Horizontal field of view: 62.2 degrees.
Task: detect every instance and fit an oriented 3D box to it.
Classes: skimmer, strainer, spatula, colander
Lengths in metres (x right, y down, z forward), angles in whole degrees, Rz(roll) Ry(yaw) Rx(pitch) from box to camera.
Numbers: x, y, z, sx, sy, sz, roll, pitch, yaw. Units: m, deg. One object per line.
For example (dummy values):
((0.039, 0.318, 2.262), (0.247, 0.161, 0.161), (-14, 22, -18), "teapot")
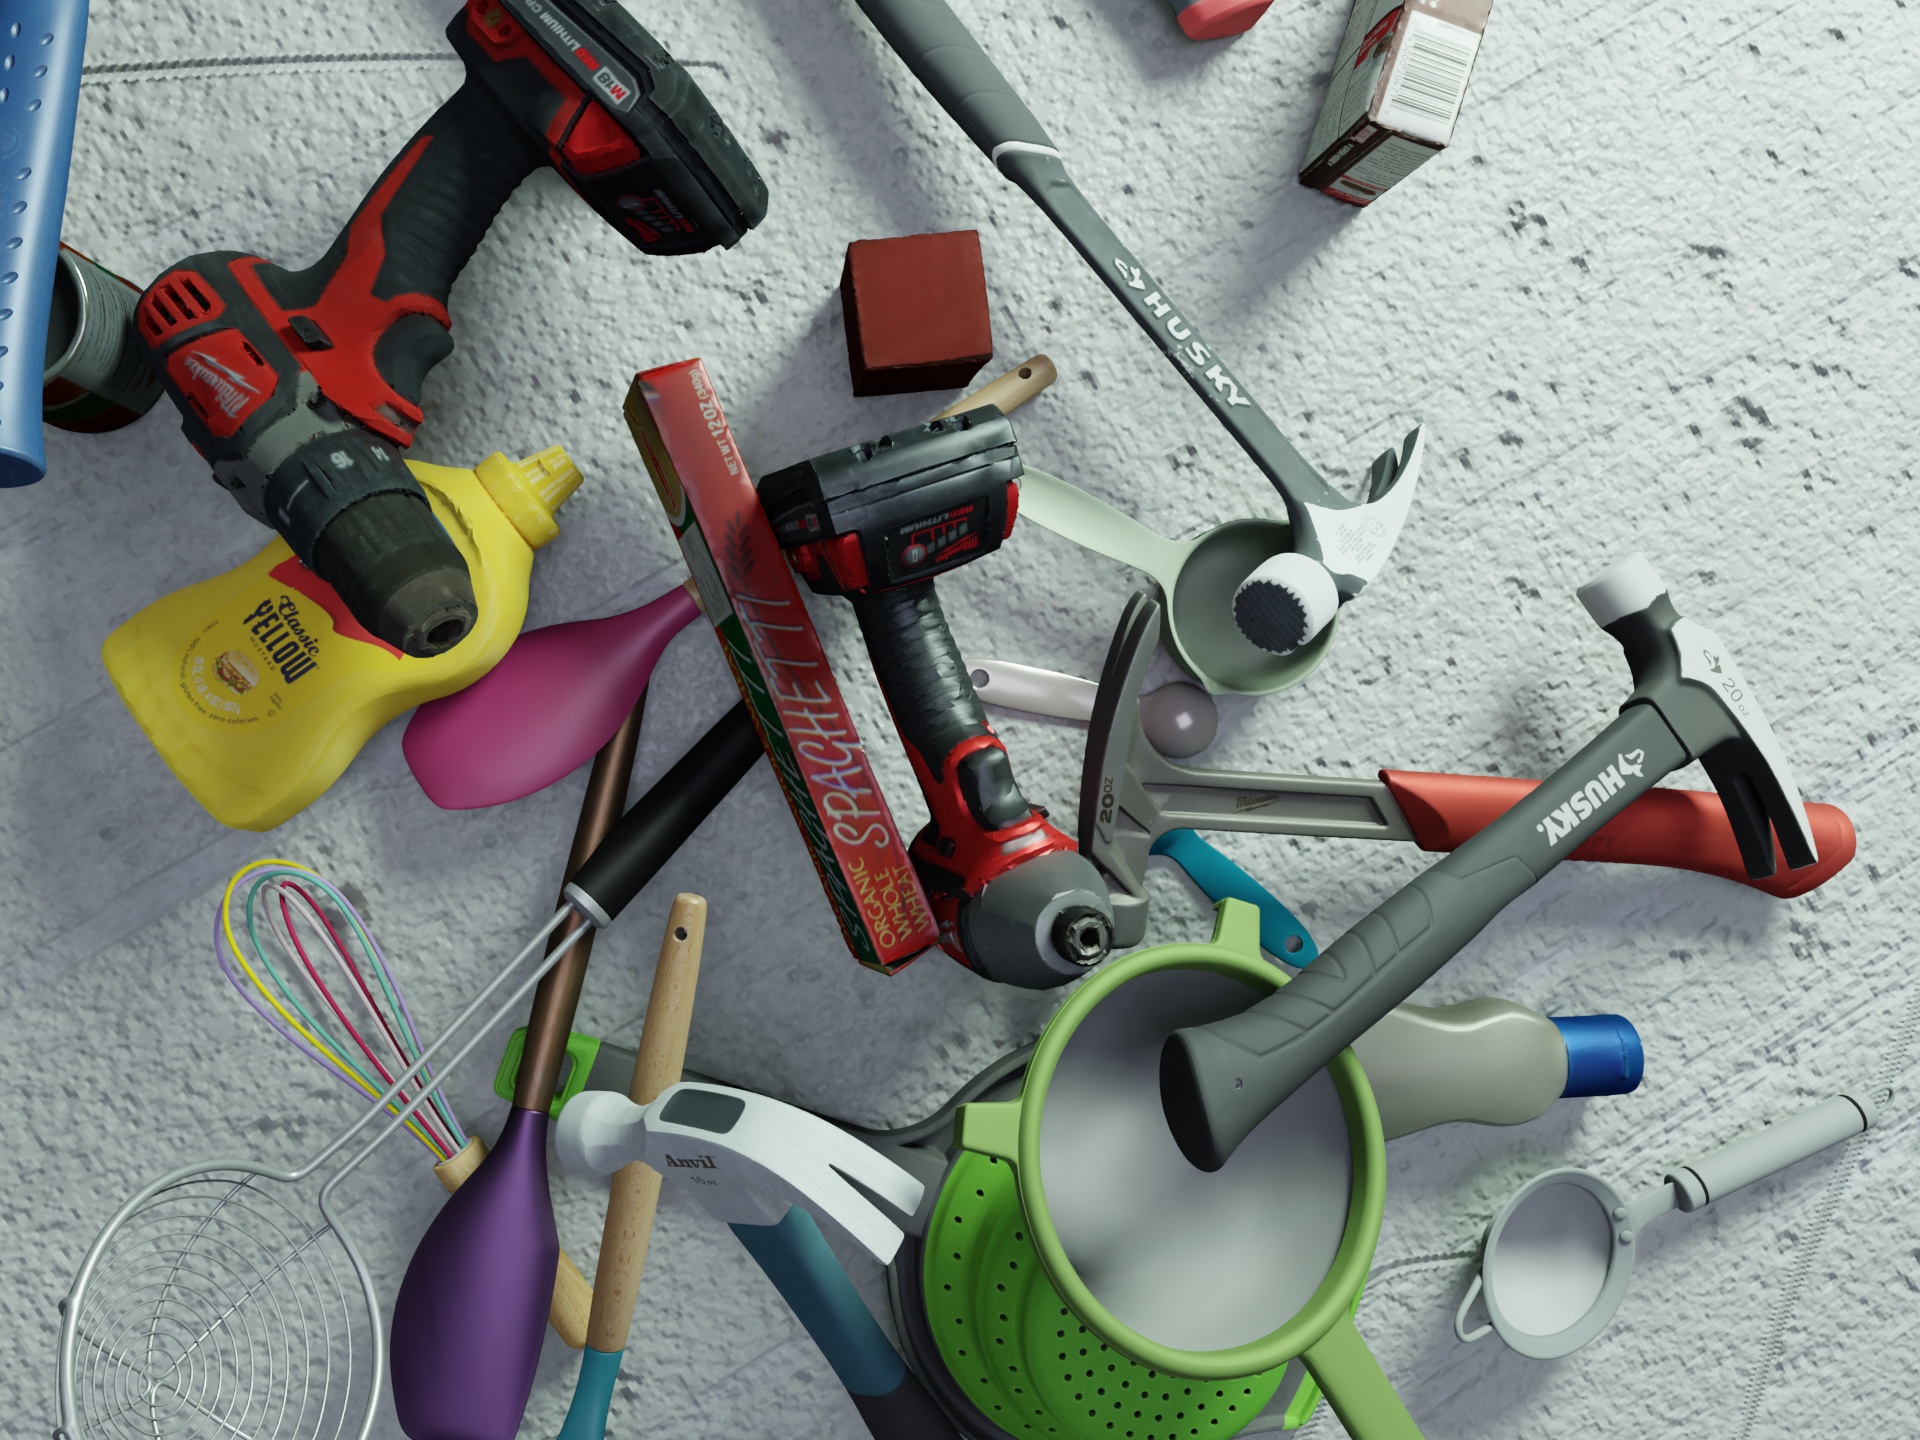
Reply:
((-0.166, 0.120, 0.584), (0.363, 0.090, 0.127), (-49, 123, -23), "skimmer")
((0.325, 0.219, 0.730), (0.258, 0.050, 0.087), (-19, 100, -12), "strainer")
((0.106, 0.206, 0.590), (0.151, 0.069, 0.256), (-33, 90, -28), "strainer")
((-0.170, 0.131, 0.645), (0.059, 0.018, 0.316), (13, 81, -4), "spatula")
((-0.136, 0.221, 0.642), (0.082, 0.044, 0.317), (13, 96, 7), "spatula")
((-0.002, 0.210, 0.656), (0.397, 0.094, 0.204), (20, 89, -8), "colander")

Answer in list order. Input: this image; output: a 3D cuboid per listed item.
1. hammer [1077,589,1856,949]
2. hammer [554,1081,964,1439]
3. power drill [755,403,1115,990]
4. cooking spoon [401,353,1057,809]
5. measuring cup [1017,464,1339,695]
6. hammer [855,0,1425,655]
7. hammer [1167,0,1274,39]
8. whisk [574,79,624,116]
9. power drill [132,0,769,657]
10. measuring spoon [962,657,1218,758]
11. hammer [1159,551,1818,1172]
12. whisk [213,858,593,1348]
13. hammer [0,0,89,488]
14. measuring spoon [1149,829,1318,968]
((0.228, 0.032, 0.692), (0.359, 0.037, 0.149), (4, 106, -13), "hammer")
((-0.029, 0.266, 0.628), (0.128, 0.033, 0.330), (-8, 122, 32), "hammer")
((-0.001, -0.002, 0.615), (0.078, 0.143, 0.219), (-20, 100, -17), "power drill")
((-0.091, -0.066, 0.667), (0.319, 0.017, 0.069), (-34, 72, -8), "cooking spoon")
((0.082, -0.069, 0.688), (0.167, 0.038, 0.083), (26, 89, -6), "measuring cup")
((0.044, -0.219, 0.658), (0.409, 0.036, 0.149), (51, 50, 0), "hammer")
((-0.012, -0.433, 0.662), (0.386, 0.038, 0.143), (37, 85, -7), "hammer")
((-0.191, -0.328, 0.640), (0.055, 0.055, 0.239), (-35, 101, -5), "whisk")
((-0.179, -0.150, 0.583), (0.226, 0.080, 0.188), (-42, 70, 3), "power drill")
((0.055, -0.009, 0.695), (0.124, 0.018, 0.034), (11, 91, -7), "measuring spoon")
((0.204, 0.065, 0.614), (0.335, 0.035, 0.146), (-31, 85, -27), "hammer")
((-0.218, 0.158, 0.655), (0.051, 0.047, 0.245), (-32, 100, 6), "whisk")
((-0.331, -0.277, 0.570), (0.144, 0.035, 0.406), (1, 74, -6), "hammer")
((0.114, 0.068, 0.703), (0.128, 0.021, 0.042), (42, 86, -7), "measuring spoon")
